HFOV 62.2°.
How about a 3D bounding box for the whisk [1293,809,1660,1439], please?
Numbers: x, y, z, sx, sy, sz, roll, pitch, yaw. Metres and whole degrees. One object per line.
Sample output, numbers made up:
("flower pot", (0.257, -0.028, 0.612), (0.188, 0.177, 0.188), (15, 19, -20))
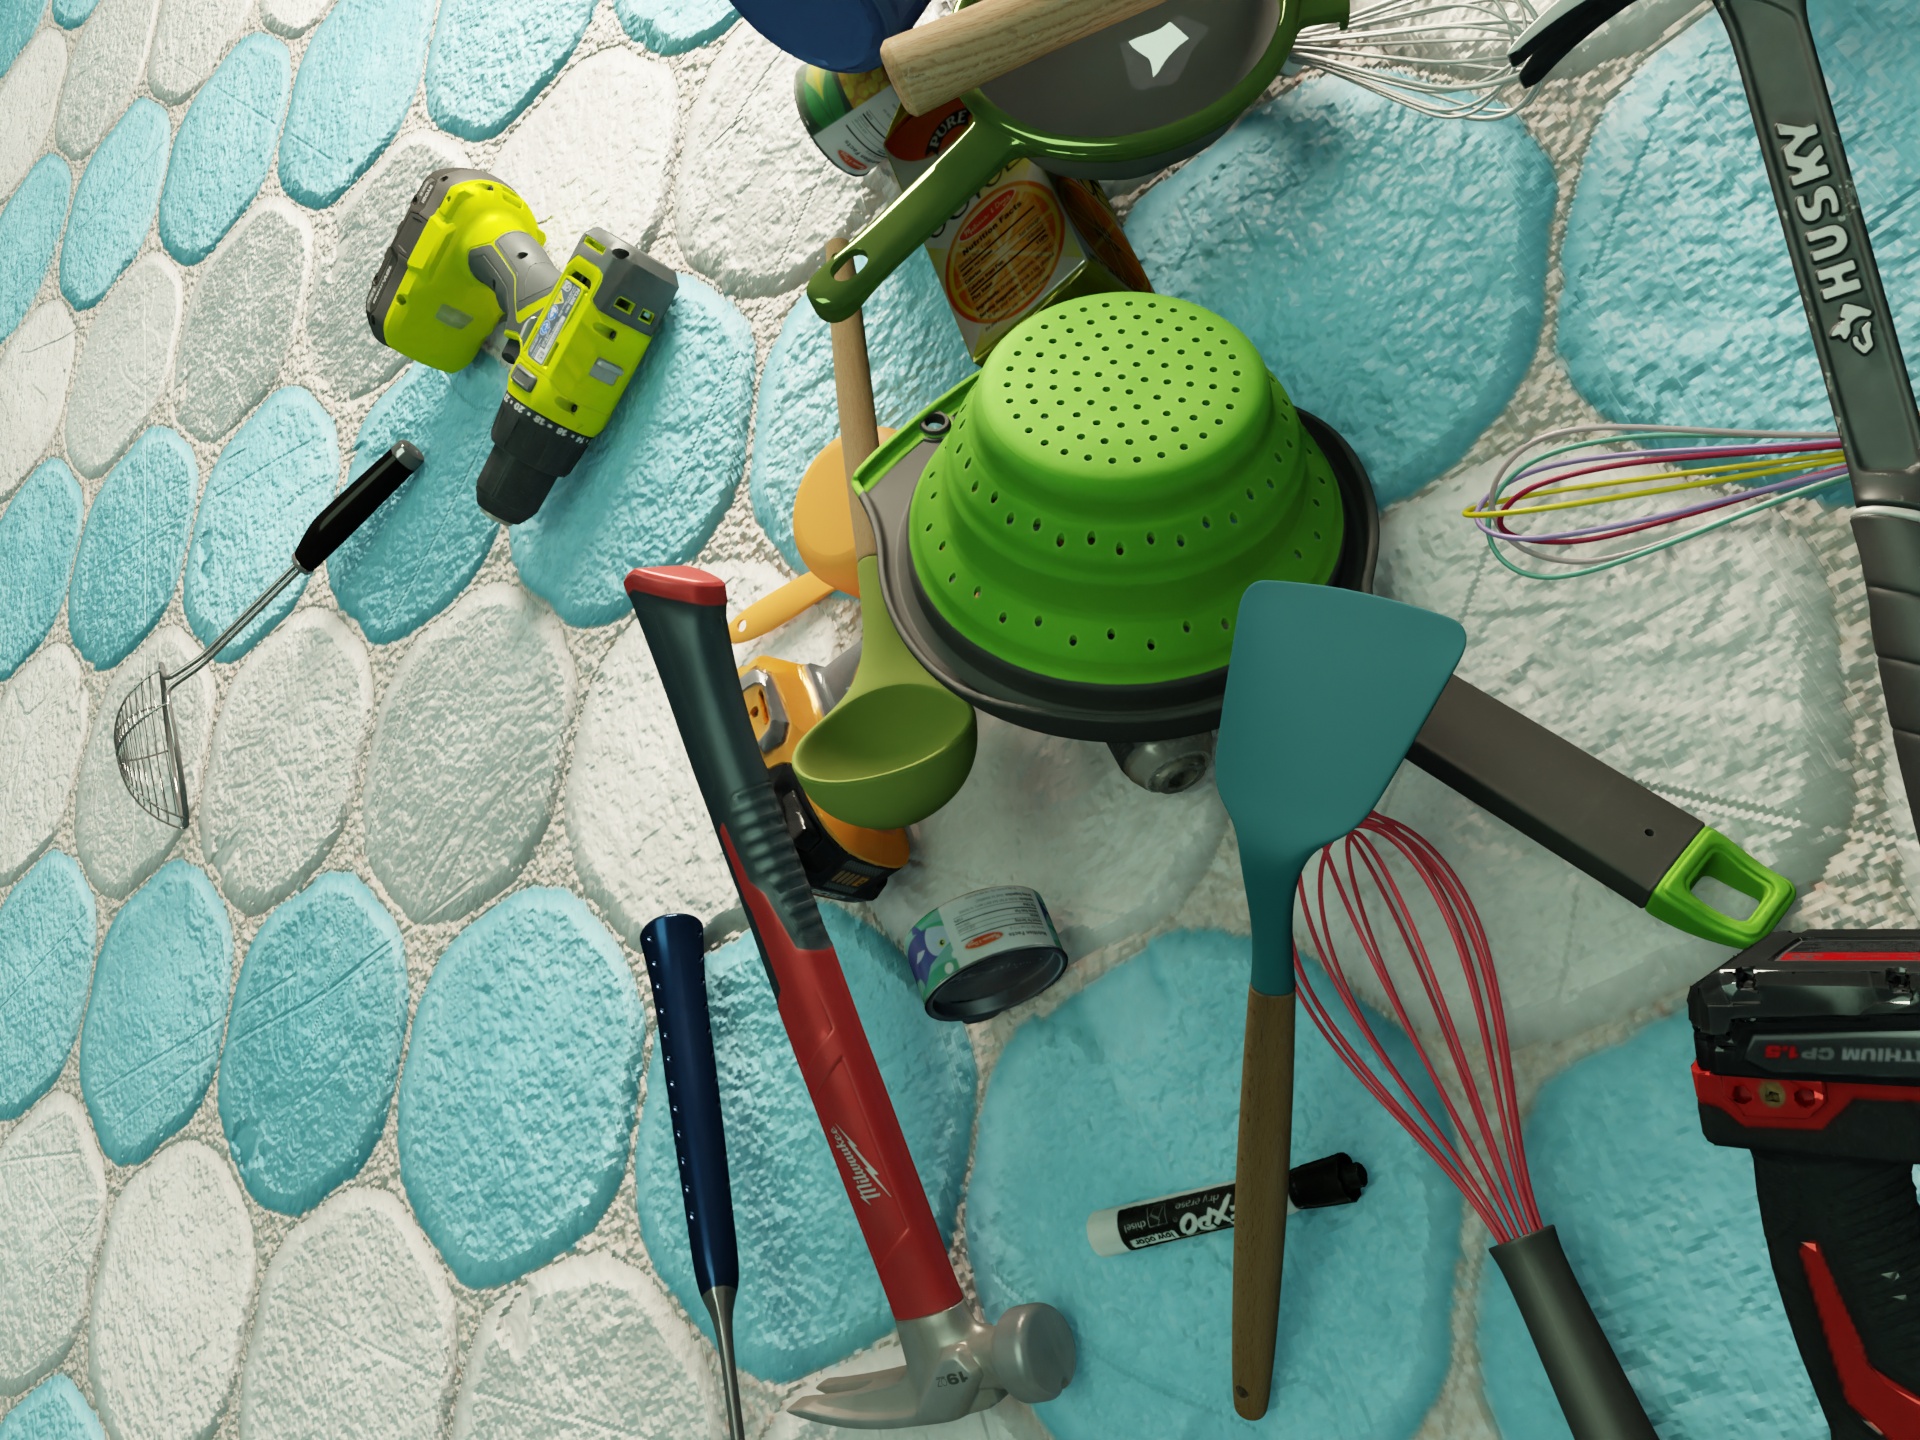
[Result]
("whisk", (0.183, 0.158, 0.546), (0.073, 0.073, 0.296), (-33, 64, 28))

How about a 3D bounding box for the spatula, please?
("spatula", (0.116, 0.112, 0.559), (0.082, 0.044, 0.317), (17, 116, 40))

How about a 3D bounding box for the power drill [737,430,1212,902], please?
("power drill", (-0.001, -0.002, 0.729), (0.226, 0.084, 0.186), (-38, 58, 20))

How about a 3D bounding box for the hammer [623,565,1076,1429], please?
("hammer", (-0.079, 0.117, 0.700), (0.143, 0.038, 0.386), (-24, 84, 33))

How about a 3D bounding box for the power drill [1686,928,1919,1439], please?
("power drill", (0.280, 0.171, 0.431), (0.143, 0.078, 0.220), (-6, 89, 39))

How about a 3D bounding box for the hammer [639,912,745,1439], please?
("hammer", (-0.111, 0.280, 0.738), (0.144, 0.035, 0.406), (101, 159, -53))

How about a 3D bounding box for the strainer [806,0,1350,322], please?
("strainer", (0.036, -0.248, 0.690), (0.256, 0.069, 0.152), (-45, 64, -8))

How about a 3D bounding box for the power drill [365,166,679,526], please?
("power drill", (-0.296, -0.249, 1.037), (0.229, 0.080, 0.190), (39, 103, 36))

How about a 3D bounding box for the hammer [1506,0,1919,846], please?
("hammer", (0.285, -0.079, 0.497), (0.149, 0.036, 0.409), (-14, 79, 30))

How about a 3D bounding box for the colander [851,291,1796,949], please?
("colander", (0.122, -0.057, 0.586), (0.397, 0.094, 0.204), (36, 65, 27))

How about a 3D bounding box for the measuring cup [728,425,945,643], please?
("measuring cup", (-0.076, -0.087, 0.826), (0.173, 0.052, 0.095), (-28, 61, 28))

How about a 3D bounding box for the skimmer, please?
("skimmer", (-0.508, -0.066, 1.190), (0.363, 0.090, 0.127), (-41, 52, 11))

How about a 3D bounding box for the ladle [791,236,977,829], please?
("ladle", (-0.044, -0.099, 0.710), (0.078, 0.062, 0.320), (-12, 64, 9))

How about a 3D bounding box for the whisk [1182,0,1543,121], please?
("whisk", (0.153, -0.298, 0.705), (0.059, 0.057, 0.247), (-42, 41, -21))

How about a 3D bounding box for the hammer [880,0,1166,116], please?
("hammer", (0.125, -0.327, 0.650), (0.331, 0.031, 0.130), (-24, 63, 1))

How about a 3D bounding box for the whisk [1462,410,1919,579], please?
("whisk", (0.292, -0.086, 0.535), (0.245, 0.047, 0.051), (-6, 73, 35))
